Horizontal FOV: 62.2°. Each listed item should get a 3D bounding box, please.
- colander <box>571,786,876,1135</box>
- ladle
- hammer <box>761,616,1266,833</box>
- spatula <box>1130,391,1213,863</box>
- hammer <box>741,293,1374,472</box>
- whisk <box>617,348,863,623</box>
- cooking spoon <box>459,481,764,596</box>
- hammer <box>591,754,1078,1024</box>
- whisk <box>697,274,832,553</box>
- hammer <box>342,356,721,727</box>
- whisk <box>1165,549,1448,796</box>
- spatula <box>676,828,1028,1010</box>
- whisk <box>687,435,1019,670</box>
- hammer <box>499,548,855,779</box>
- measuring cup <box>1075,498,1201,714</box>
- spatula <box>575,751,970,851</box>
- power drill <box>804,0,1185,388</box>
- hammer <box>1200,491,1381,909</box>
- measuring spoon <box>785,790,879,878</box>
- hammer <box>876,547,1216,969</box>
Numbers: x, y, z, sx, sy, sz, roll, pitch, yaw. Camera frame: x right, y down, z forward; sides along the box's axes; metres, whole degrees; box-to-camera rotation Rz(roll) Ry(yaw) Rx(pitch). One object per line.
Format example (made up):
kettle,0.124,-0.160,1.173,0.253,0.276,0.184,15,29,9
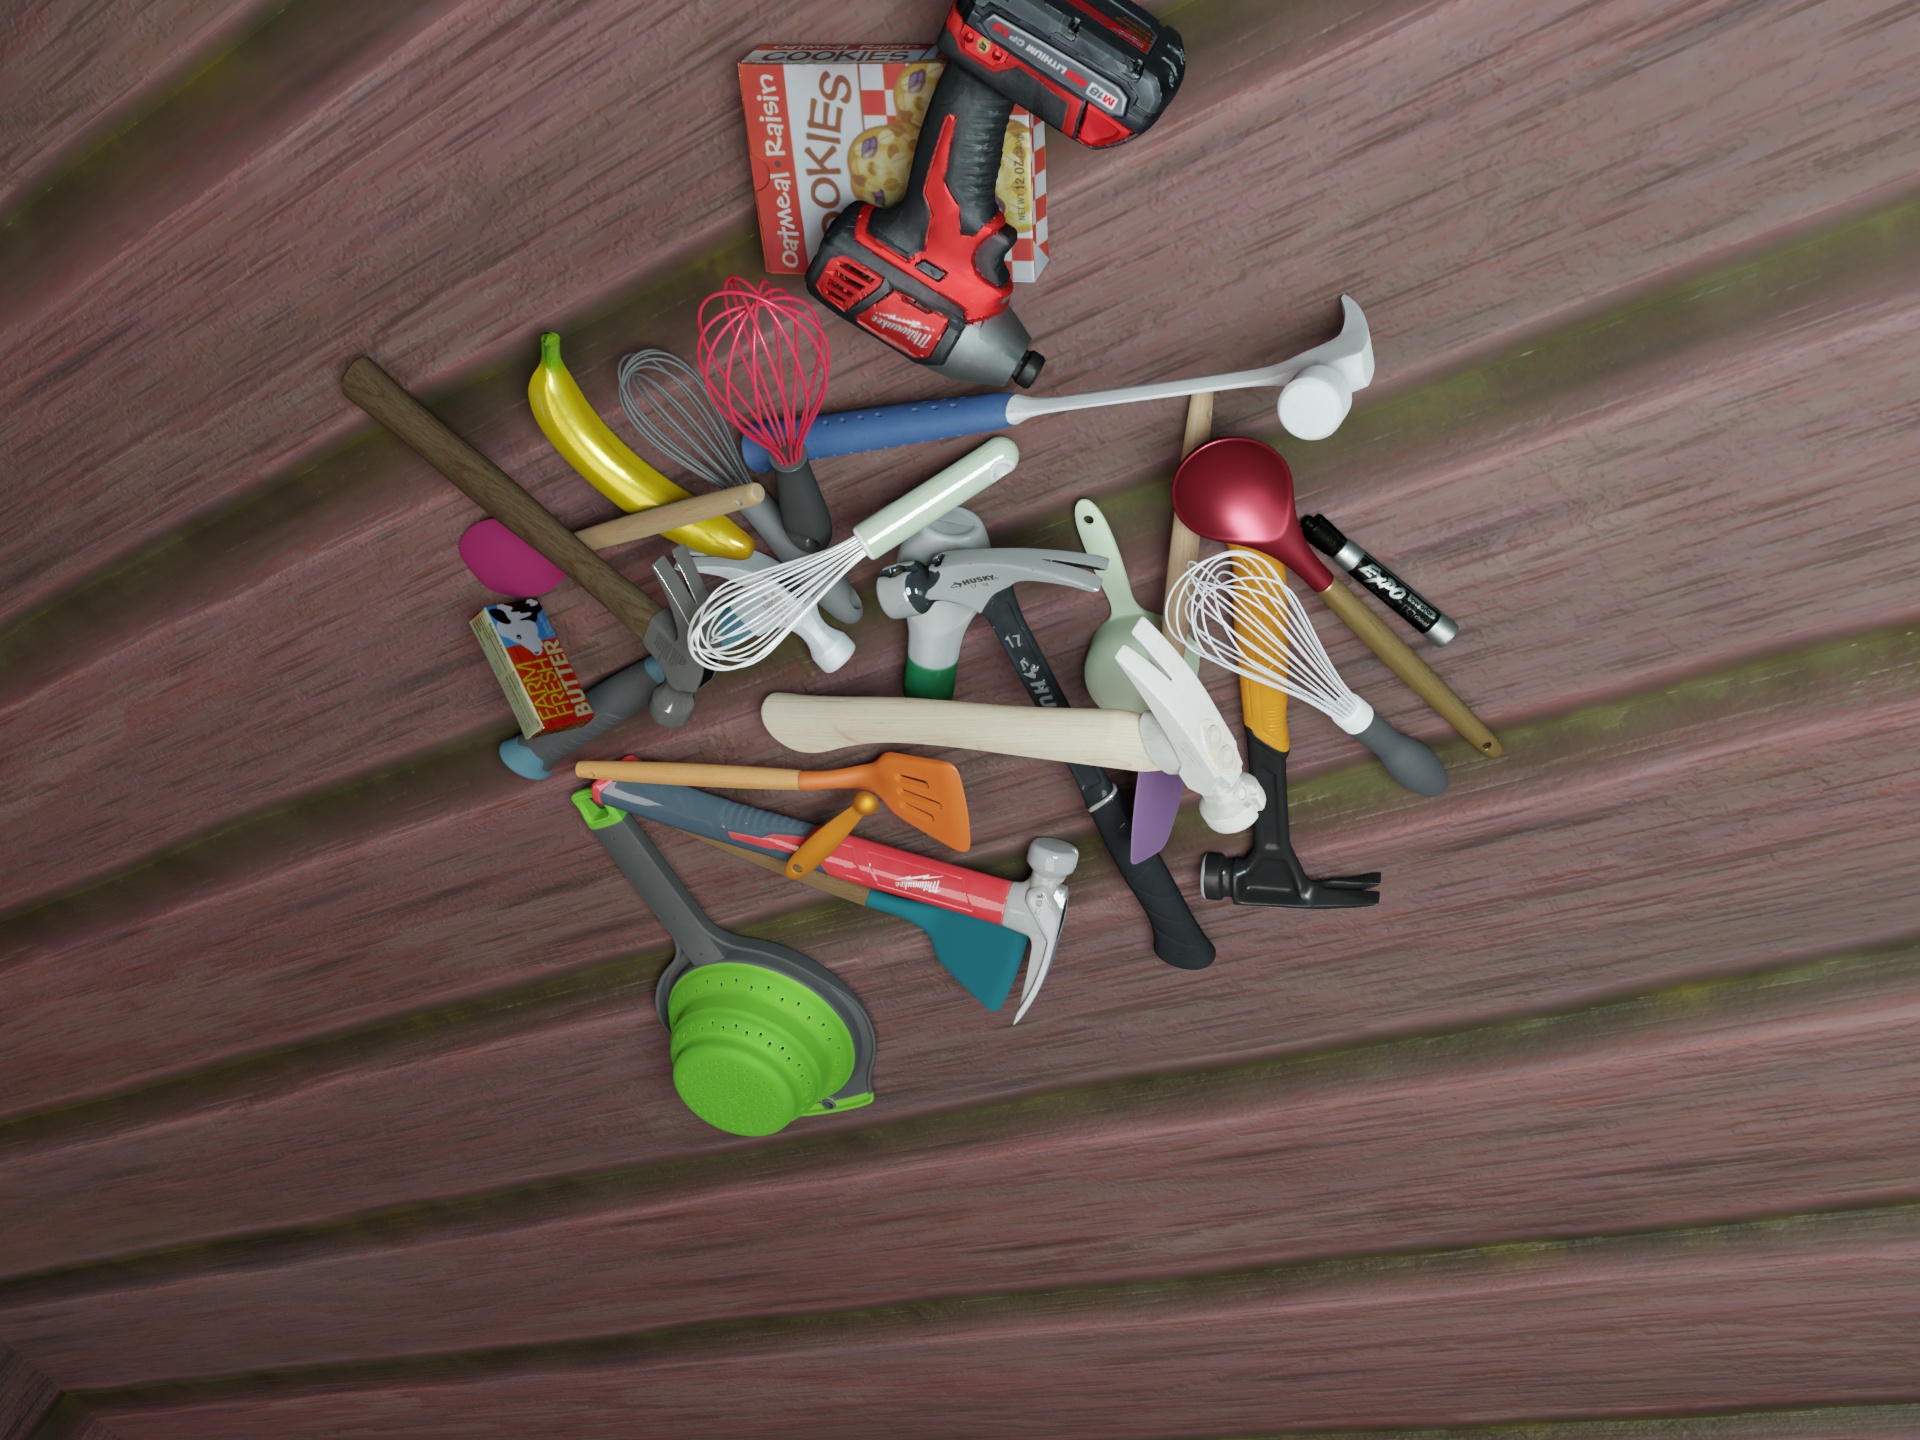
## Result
colander,-0.221,0.229,1.349,0.204,0.095,0.396,-17,119,29
ladle,0.243,-0.069,0.985,0.315,0.031,0.069,39,117,-24
hammer,-0.002,-0.003,1.033,0.411,0.038,0.146,3,139,46
spatula,0.138,-0.054,1.017,0.018,0.060,0.315,21,119,36
hammer,0.045,-0.188,0.947,0.405,0.144,0.035,-1,120,31
whisk,-0.143,-0.153,1.071,0.055,0.055,0.238,-24,120,32
cooking spoon,-0.249,-0.128,1.101,0.319,0.017,0.068,-8,126,39
hammer,-0.109,0.115,1.238,0.386,0.038,0.143,15,104,11
whisk,-0.103,-0.165,0.933,0.073,0.073,0.295,16,163,7
hammer,-0.295,-0.138,1.091,0.331,0.031,0.130,40,136,6
whisk,0.226,-0.019,0.996,0.070,0.070,0.284,-29,133,33
spatula,-0.099,0.133,1.268,0.317,0.044,0.082,21,105,5
whisk,-0.068,-0.109,1.012,0.246,0.059,0.057,-33,152,0
hammer,-0.236,-0.030,1.200,0.331,0.033,0.128,-28,114,33
measuring cup,0.104,-0.067,1.050,0.083,0.038,0.167,-9,124,25
spatula,-0.146,0.049,1.199,0.322,0.041,0.081,2,125,15
power drill,0.020,-0.281,0.848,0.143,0.079,0.219,31,131,-7
hammer,0.211,-0.008,1.062,0.127,0.034,0.336,1,126,19
measuring spoon,-0.099,0.089,1.187,0.021,0.011,0.117,40,126,-9
hammer,0.096,0.039,1.100,0.149,0.036,0.408,-8,131,30
